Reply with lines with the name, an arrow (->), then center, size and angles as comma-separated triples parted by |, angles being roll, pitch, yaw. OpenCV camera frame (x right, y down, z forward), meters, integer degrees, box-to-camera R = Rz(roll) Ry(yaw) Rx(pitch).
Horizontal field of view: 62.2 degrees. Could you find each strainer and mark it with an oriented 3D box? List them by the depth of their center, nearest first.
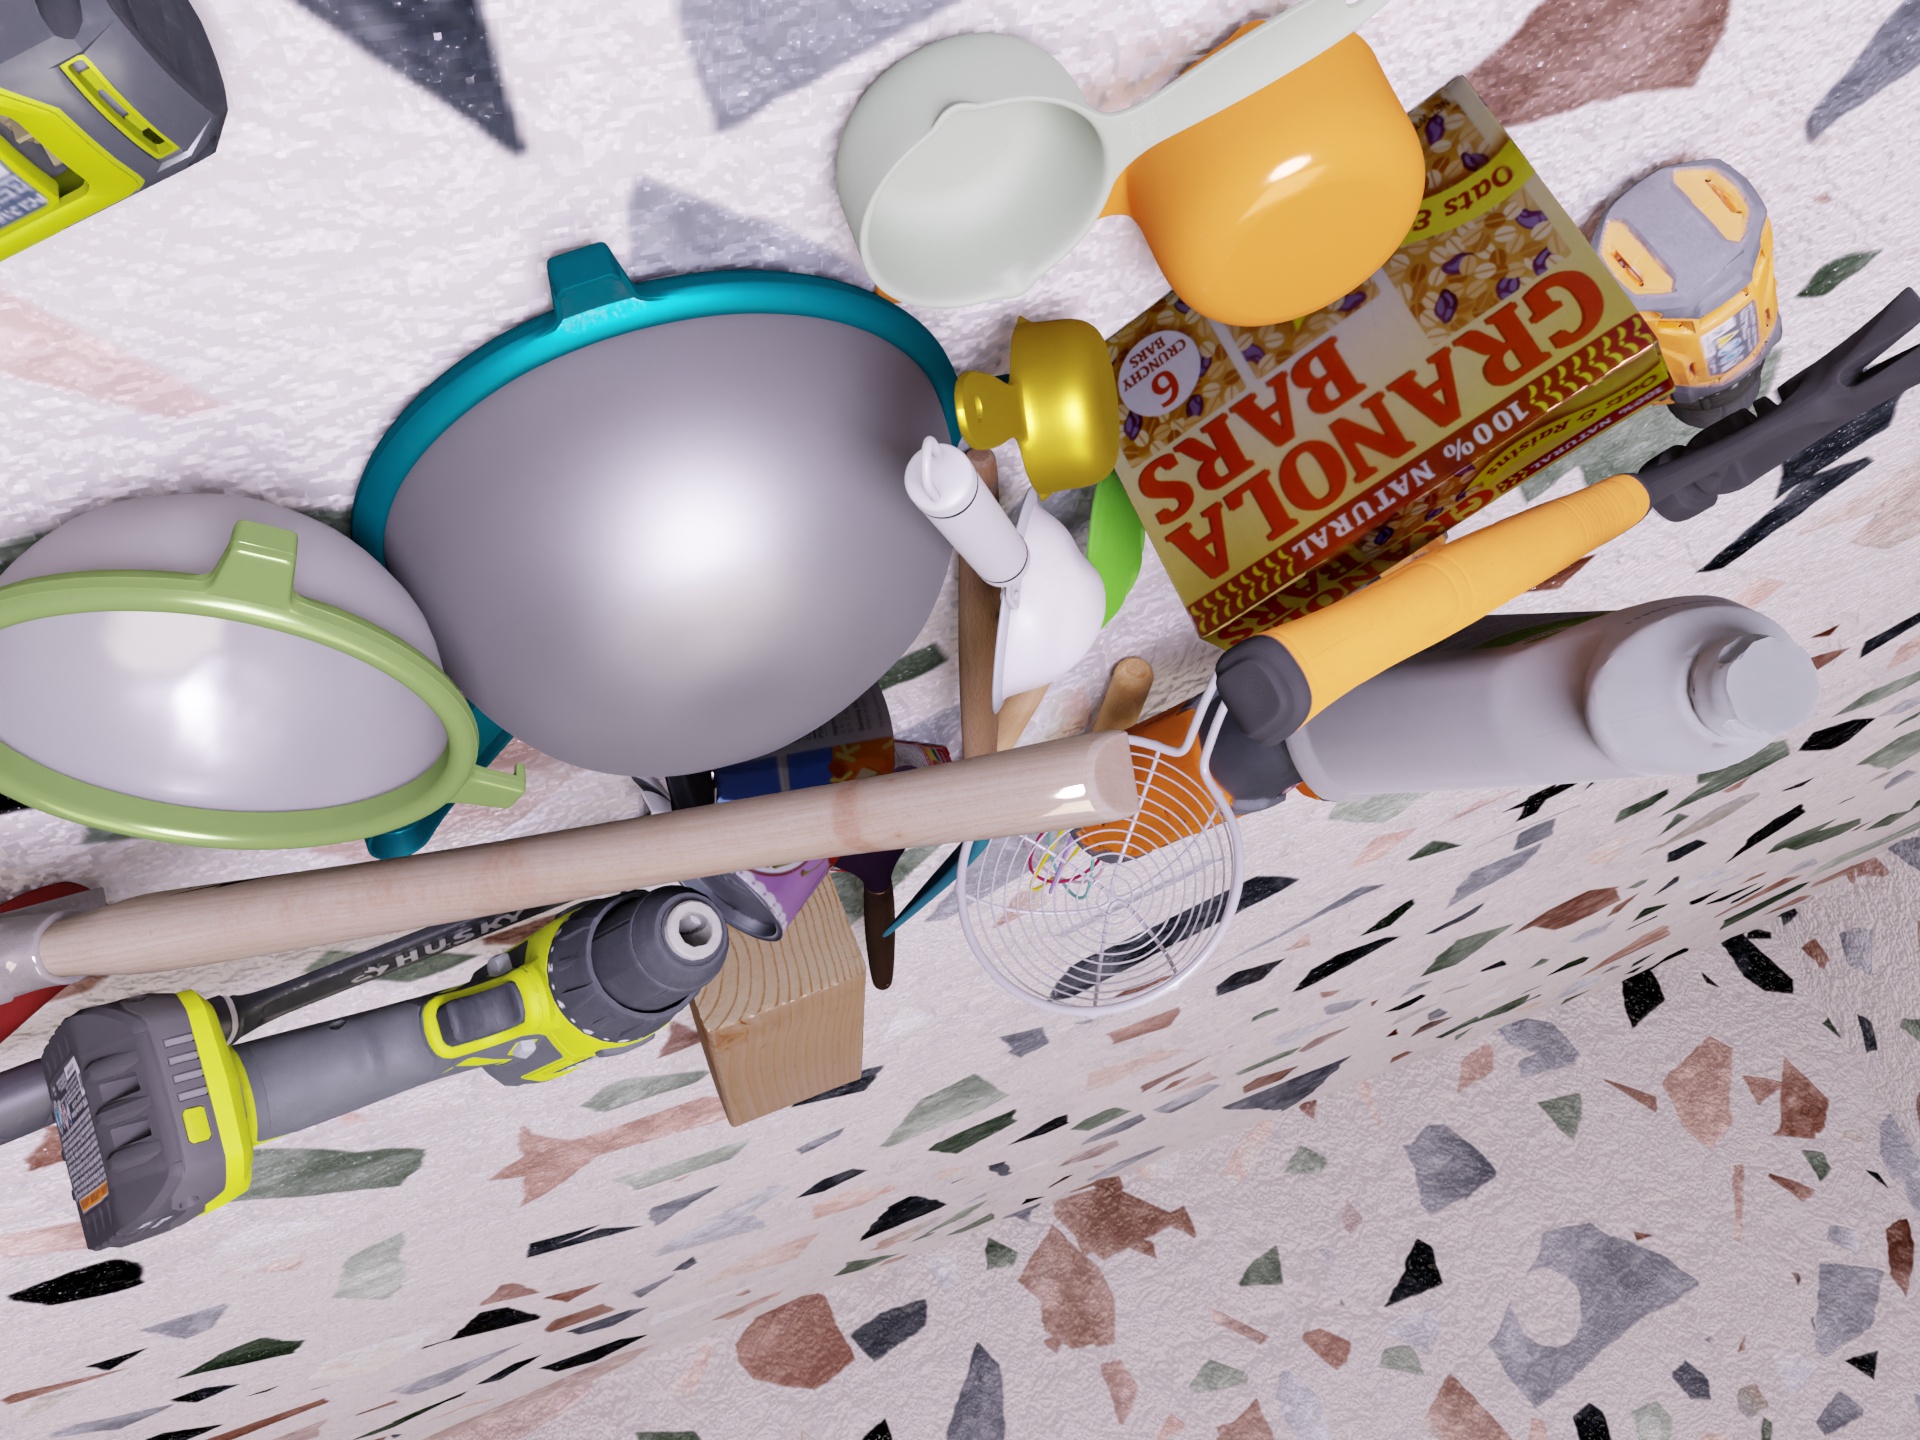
strainer -> -0.271, -0.014, 0.484 | 0.256, 0.069, 0.151 | -8, 151, 9
strainer -> 0.017, -0.051, 0.530 | 0.050, 0.087, 0.258 | 9, 175, 12
strainer -> -0.125, -0.008, 0.566 | 0.211, 0.095, 0.340 | 4, 145, -47

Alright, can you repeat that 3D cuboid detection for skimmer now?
skimmer -> 0.104, -0.039, 0.631 | 0.090, 0.127, 0.363 | -13, 135, -46

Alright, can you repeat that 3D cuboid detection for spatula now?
spatula -> -0.001, -0.002, 0.724 | 0.082, 0.044, 0.317 | -46, 154, -32
spatula -> -0.043, 0.097, 0.880 | 0.060, 0.018, 0.315 | -25, 157, -14

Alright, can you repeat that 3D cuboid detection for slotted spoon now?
slotted spoon -> 0.033, -0.019, 0.754 | 0.031, 0.070, 0.313 | 15, 153, -6

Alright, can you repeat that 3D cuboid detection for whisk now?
whisk -> 0.074, 0.041, 0.918 | 0.047, 0.051, 0.244 | -11, 150, -14

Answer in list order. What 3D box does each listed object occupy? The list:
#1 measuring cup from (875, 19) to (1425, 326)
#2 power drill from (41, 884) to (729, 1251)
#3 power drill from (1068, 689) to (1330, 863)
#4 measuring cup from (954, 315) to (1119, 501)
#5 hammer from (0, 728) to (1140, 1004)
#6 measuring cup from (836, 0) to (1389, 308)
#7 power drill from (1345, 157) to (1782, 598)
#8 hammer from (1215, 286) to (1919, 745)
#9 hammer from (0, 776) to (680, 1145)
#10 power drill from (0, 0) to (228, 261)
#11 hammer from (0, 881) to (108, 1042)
measuring cup -> 0.061, -0.149, 0.497 | 0.173, 0.052, 0.095 | -22, 156, 0
power drill -> -0.212, 0.122, 0.613 | 0.228, 0.080, 0.190 | -13, 169, -38
power drill -> 0.177, 0.004, 0.813 | 0.226, 0.084, 0.164 | -15, 171, -43
measuring cup -> 0.026, -0.096, 0.483 | 0.029, 0.062, 0.156 | -6, -170, 13
hammer -> -0.143, 0.051, 0.561 | 0.410, 0.038, 0.146 | -9, 180, -4
measuring cup -> 0.041, -0.177, 0.445 | 0.167, 0.038, 0.083 | -28, 156, 4
power drill -> 0.252, -0.123, 0.700 | 0.226, 0.084, 0.185 | -38, 155, 19
hammer -> 0.213, -0.068, 0.546 | 0.337, 0.034, 0.127 | -25, 171, -34
hammer -> -0.301, 0.123, 0.690 | 0.409, 0.036, 0.149 | -21, 155, -26
power drill -> -0.250, -0.129, 0.234 | 0.171, 0.080, 0.223 | -25, 159, 3
hammer -> -0.472, 0.173, 0.701 | 0.359, 0.037, 0.149 | -35, 154, 24
